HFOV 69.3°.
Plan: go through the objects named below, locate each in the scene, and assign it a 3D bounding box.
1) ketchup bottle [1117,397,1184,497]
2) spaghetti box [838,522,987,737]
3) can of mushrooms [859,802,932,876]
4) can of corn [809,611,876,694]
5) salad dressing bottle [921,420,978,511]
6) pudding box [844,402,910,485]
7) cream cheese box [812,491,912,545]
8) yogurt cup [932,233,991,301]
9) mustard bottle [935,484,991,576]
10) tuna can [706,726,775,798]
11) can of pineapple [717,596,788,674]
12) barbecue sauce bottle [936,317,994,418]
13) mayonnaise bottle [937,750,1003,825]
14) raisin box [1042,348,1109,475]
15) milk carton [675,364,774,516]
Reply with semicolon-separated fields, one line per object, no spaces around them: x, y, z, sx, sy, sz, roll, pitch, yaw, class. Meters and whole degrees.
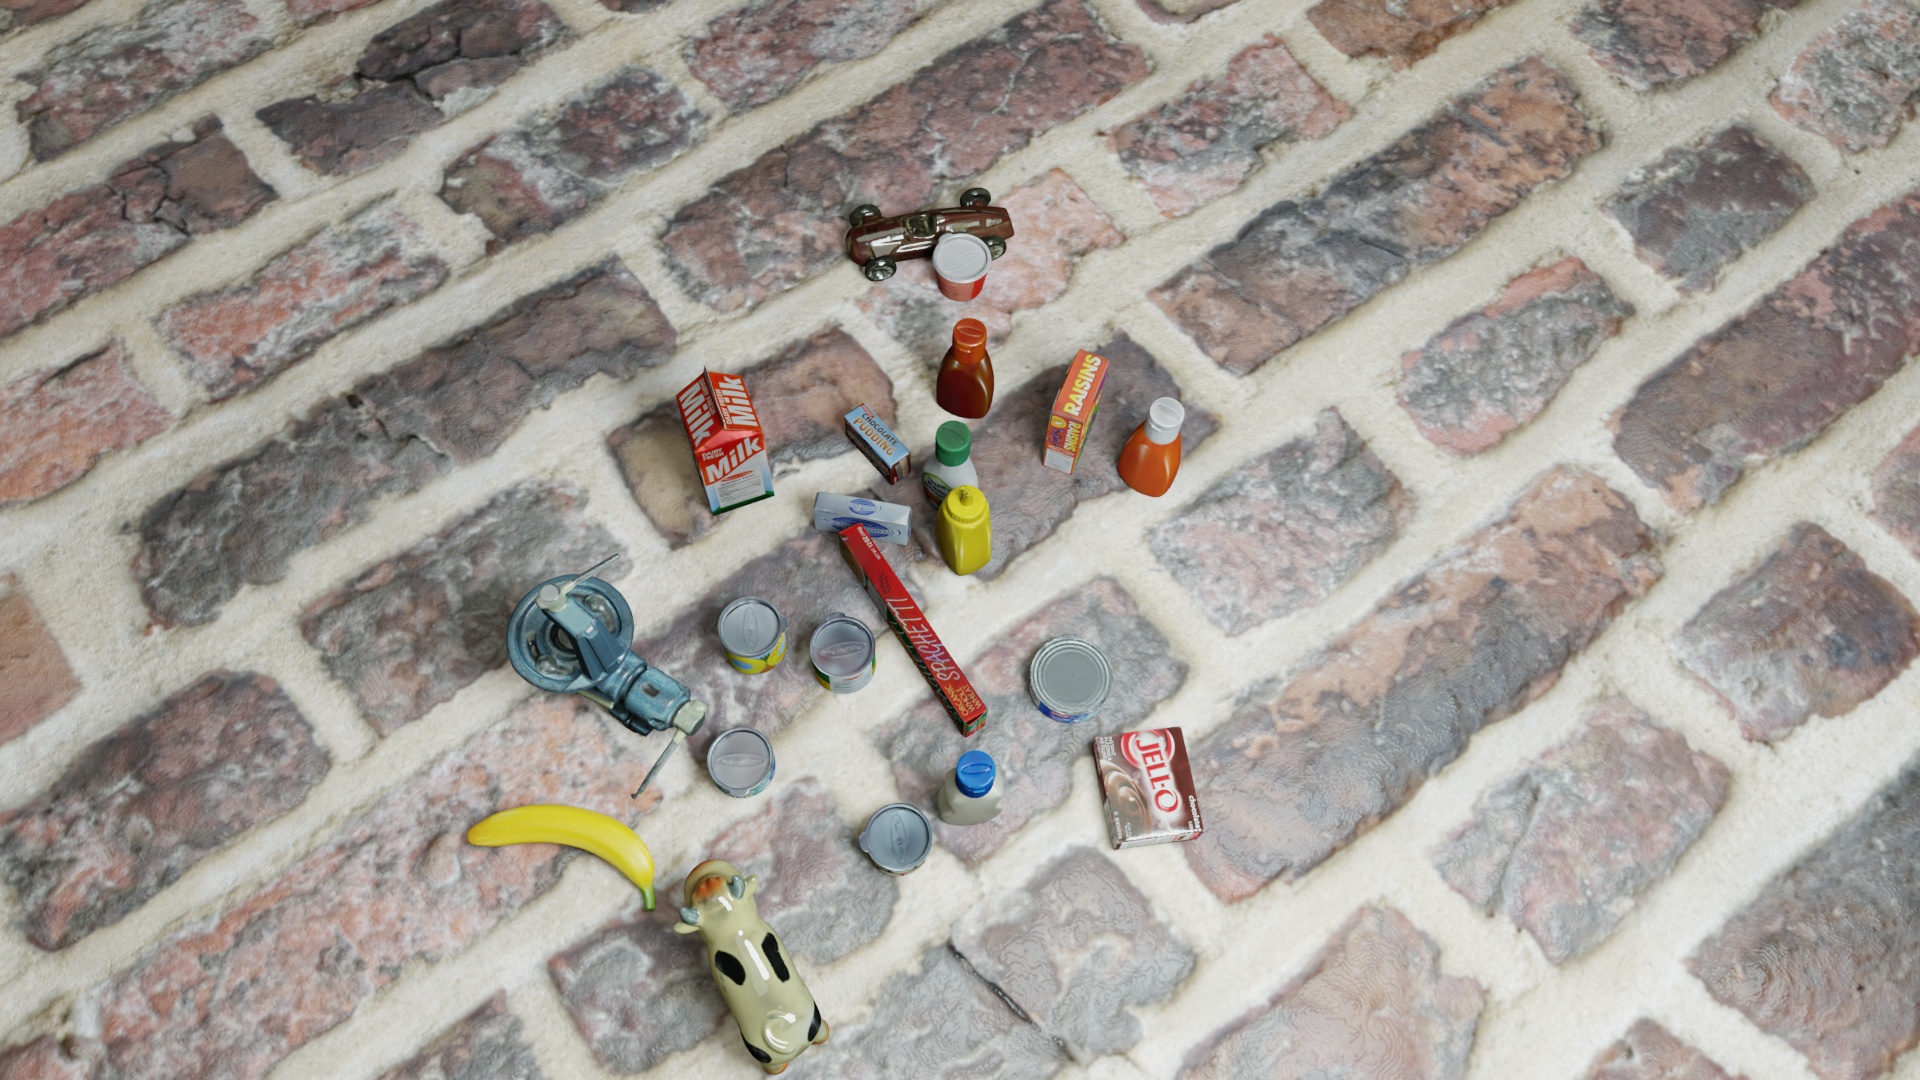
0.209;-0.101;1.488;0.065;0.148;0.044;34;69;12;ketchup bottle
-0.051;0.092;1.442;0.029;0.050;0.250;-30;70;-15;spaghetti box
-0.063;0.293;1.358;0.071;0.033;0.071;1;65;-2;can of mushrooms
-0.120;0.116;1.423;0.071;0.058;0.071;1;66;-2;can of corn
-0.010;-0.077;1.468;0.064;0.147;0.044;36;69;13;salad dressing bottle
-0.091;-0.107;1.532;0.030;0.049;0.084;-37;72;-17;pudding box
-0.104;-0.024;1.491;0.104;0.053;0.024;10;66;2;cream cheese box
0.001;-0.317;1.630;0.072;0.053;0.072;1;66;-2;yogurt cup
0.005;-0.018;1.435;0.049;0.159;0.065;-25;69;-13;mustard bottle
-0.218;0.224;1.383;0.071;0.032;0.071;1;65;-2;tuna can
-0.212;0.099;1.427;0.071;0.057;0.071;1;66;-2;can of pineapple
0.007;-0.188;1.519;0.065;0.148;0.044;17;66;5;barbecue sauce bottle
0.012;0.236;1.325;0.065;0.147;0.041;-7;66;-6;mayonnaise bottle
0.125;-0.139;1.516;0.040;0.123;0.086;21;67;7;raisin box
-0.245;-0.106;1.447;0.073;0.189;0.072;-19;68;-11;milk carton
